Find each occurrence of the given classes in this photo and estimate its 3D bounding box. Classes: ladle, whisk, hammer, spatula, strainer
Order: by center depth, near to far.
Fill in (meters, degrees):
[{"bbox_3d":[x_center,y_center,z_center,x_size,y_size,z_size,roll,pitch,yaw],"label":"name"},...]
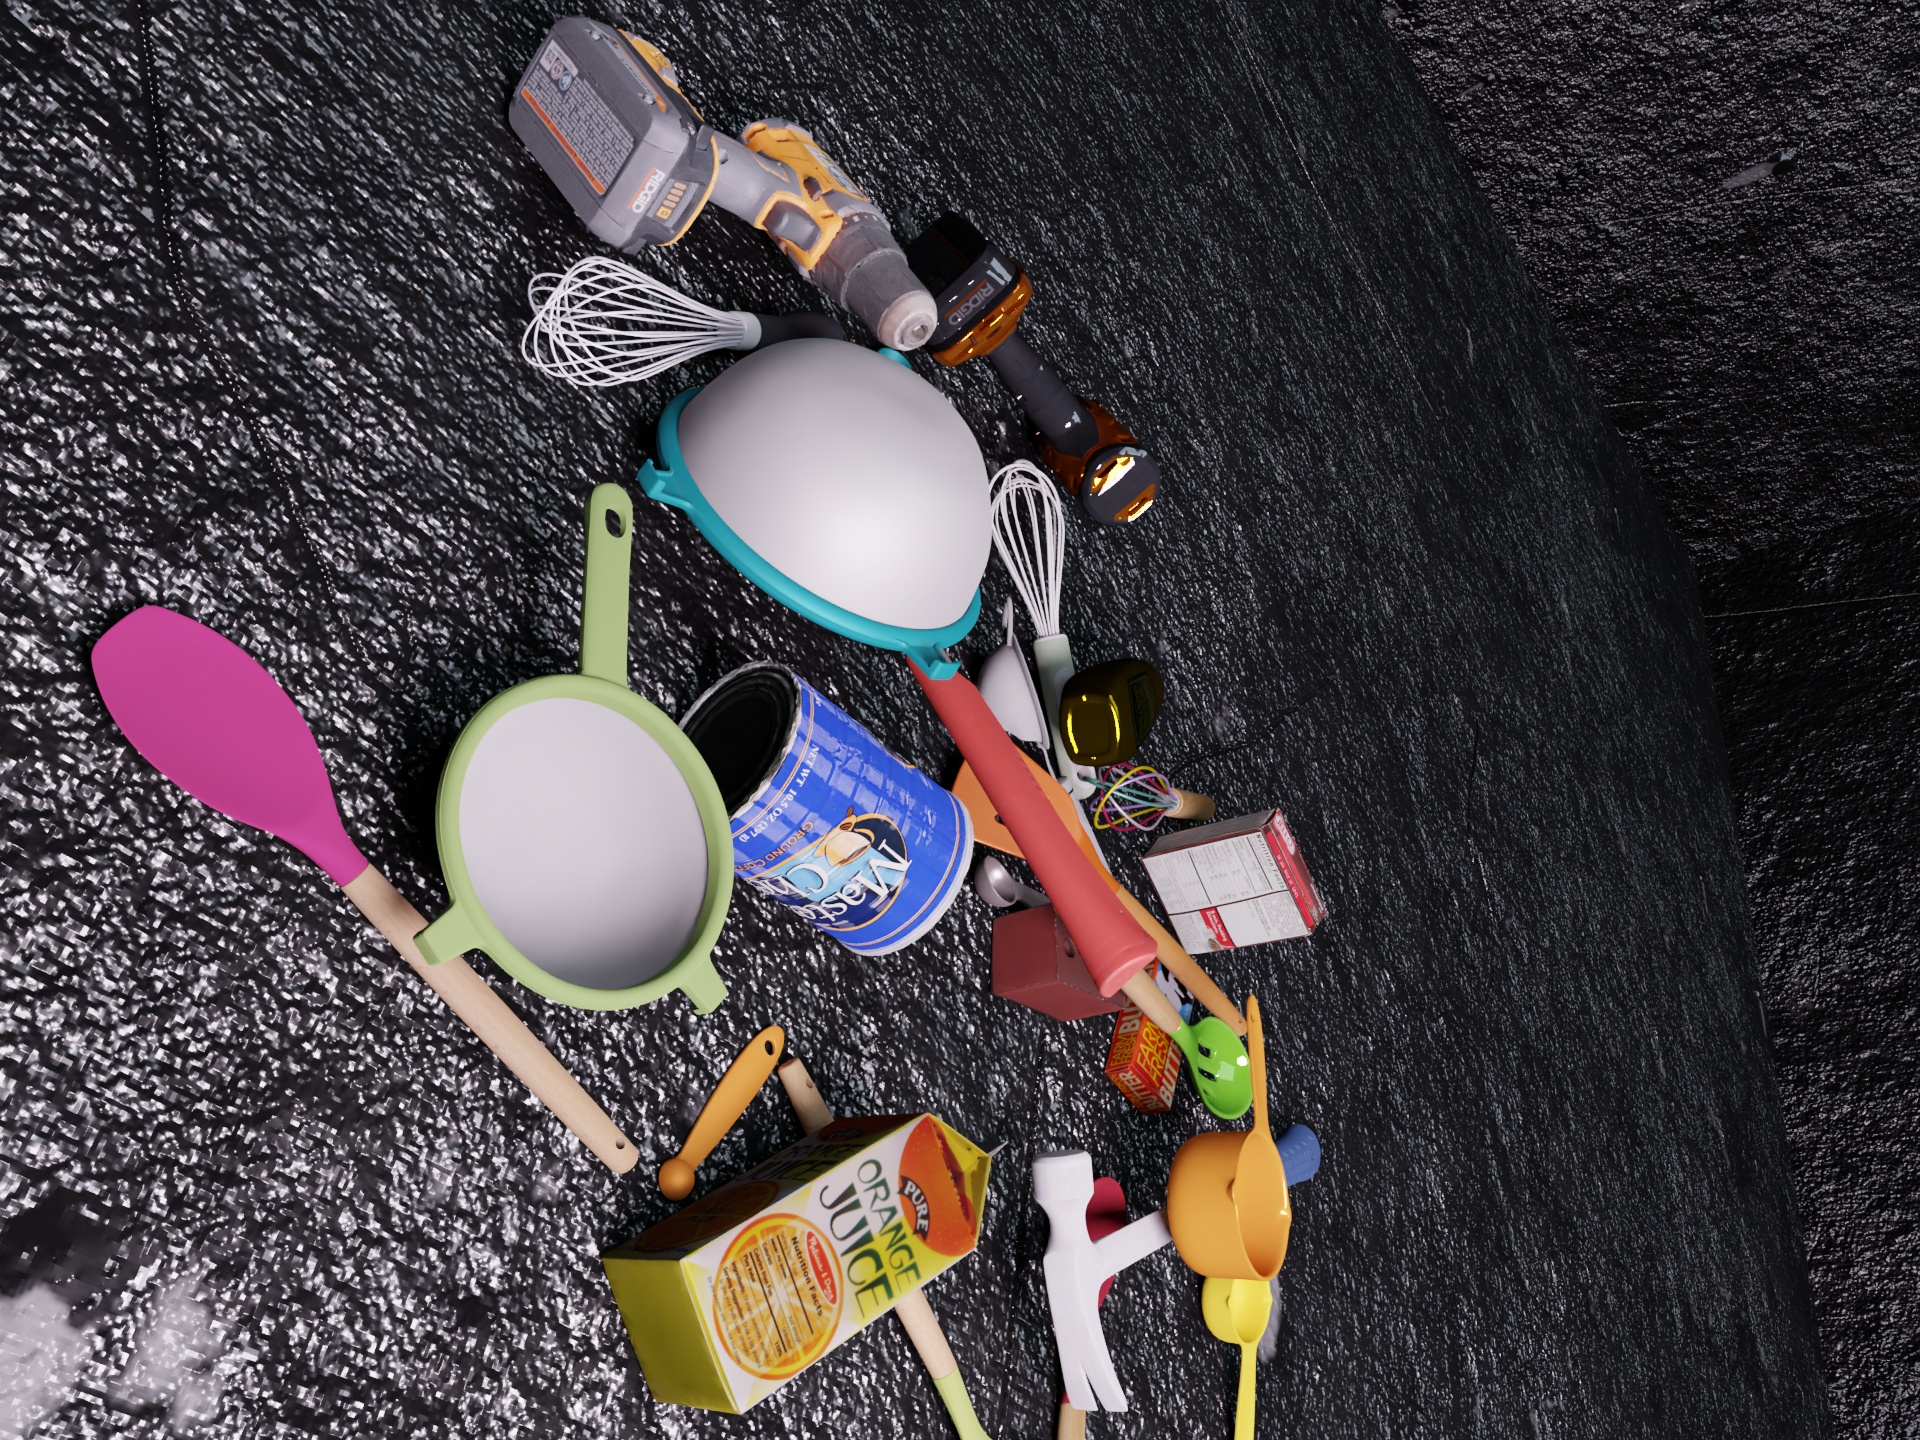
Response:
[{"bbox_3d":[-0.182,0.011,0.735,0.151,0.069,0.257,21,57,-42],"label":"strainer"},{"bbox_3d":[-0.010,0.317,0.838,0.320,0.062,0.078,64,22,-5],"label":"ladle"},{"bbox_3d":[-0.001,-0.003,0.888,0.149,0.036,0.359,14,37,-50],"label":"hammer"},{"bbox_3d":[0.064,0.422,0.914,0.069,0.031,0.316,41,46,-43],"label":"ladle"},{"bbox_3d":[-0.147,-0.225,0.916,0.284,0.070,0.070,-21,91,-61],"label":"whisk"},{"bbox_3d":[-0.046,-0.178,0.934,0.211,0.095,0.341,33,31,-13],"label":"strainer"},{"bbox_3d":[0.157,0.325,1.044,0.405,0.035,0.144,7,75,-59],"label":"hammer"},{"bbox_3d":[0.106,0.127,1.076,0.322,0.041,0.081,47,52,-33],"label":"spatula"},{"bbox_3d":[0.062,0.040,1.083,0.087,0.050,0.258,-120,-175,-72],"label":"strainer"},{"bbox_3d":[0.063,-0.065,1.130,0.057,0.059,0.246,-9,86,-28],"label":"whisk"},{"bbox_3d":[0.142,0.060,1.158,0.244,0.051,0.047,14,86,-66],"label":"whisk"}]

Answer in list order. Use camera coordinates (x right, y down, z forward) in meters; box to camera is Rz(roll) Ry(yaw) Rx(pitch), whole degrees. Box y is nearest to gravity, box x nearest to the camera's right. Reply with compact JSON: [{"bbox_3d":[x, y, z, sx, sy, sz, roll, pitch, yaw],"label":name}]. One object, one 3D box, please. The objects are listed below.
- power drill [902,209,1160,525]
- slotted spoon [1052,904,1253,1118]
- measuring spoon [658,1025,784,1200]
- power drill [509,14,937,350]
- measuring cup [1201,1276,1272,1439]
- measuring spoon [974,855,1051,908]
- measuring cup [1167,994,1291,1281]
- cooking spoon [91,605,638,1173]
[{"bbox_3d":[0.043,-0.251,1.141,0.226,0.084,0.164,44,10,-34],"label":"power drill"},{"bbox_3d":[0.127,0.184,1.032,0.313,0.031,0.070,49,39,-47],"label":"slotted spoon"},{"bbox_3d":[-0.114,0.192,0.791,0.021,0.011,0.117,58,36,-17],"label":"measuring spoon"},{"bbox_3d":[-0.121,-0.295,0.911,0.226,0.084,0.185,1,46,-55],"label":"power drill"},{"bbox_3d":[0.183,0.444,1.076,0.062,0.029,0.157,21,69,-49],"label":"measuring cup"},{"bbox_3d":[0.043,0.122,1.043,0.124,0.018,0.034,36,29,-48],"label":"measuring spoon"},{"bbox_3d":[0.164,0.257,0.989,0.095,0.052,0.174,37,48,-50],"label":"measuring cup"},{"bbox_3d":[-0.238,0.083,0.668,0.318,0.017,0.069,54,32,-22],"label":"cooking spoon"}]
